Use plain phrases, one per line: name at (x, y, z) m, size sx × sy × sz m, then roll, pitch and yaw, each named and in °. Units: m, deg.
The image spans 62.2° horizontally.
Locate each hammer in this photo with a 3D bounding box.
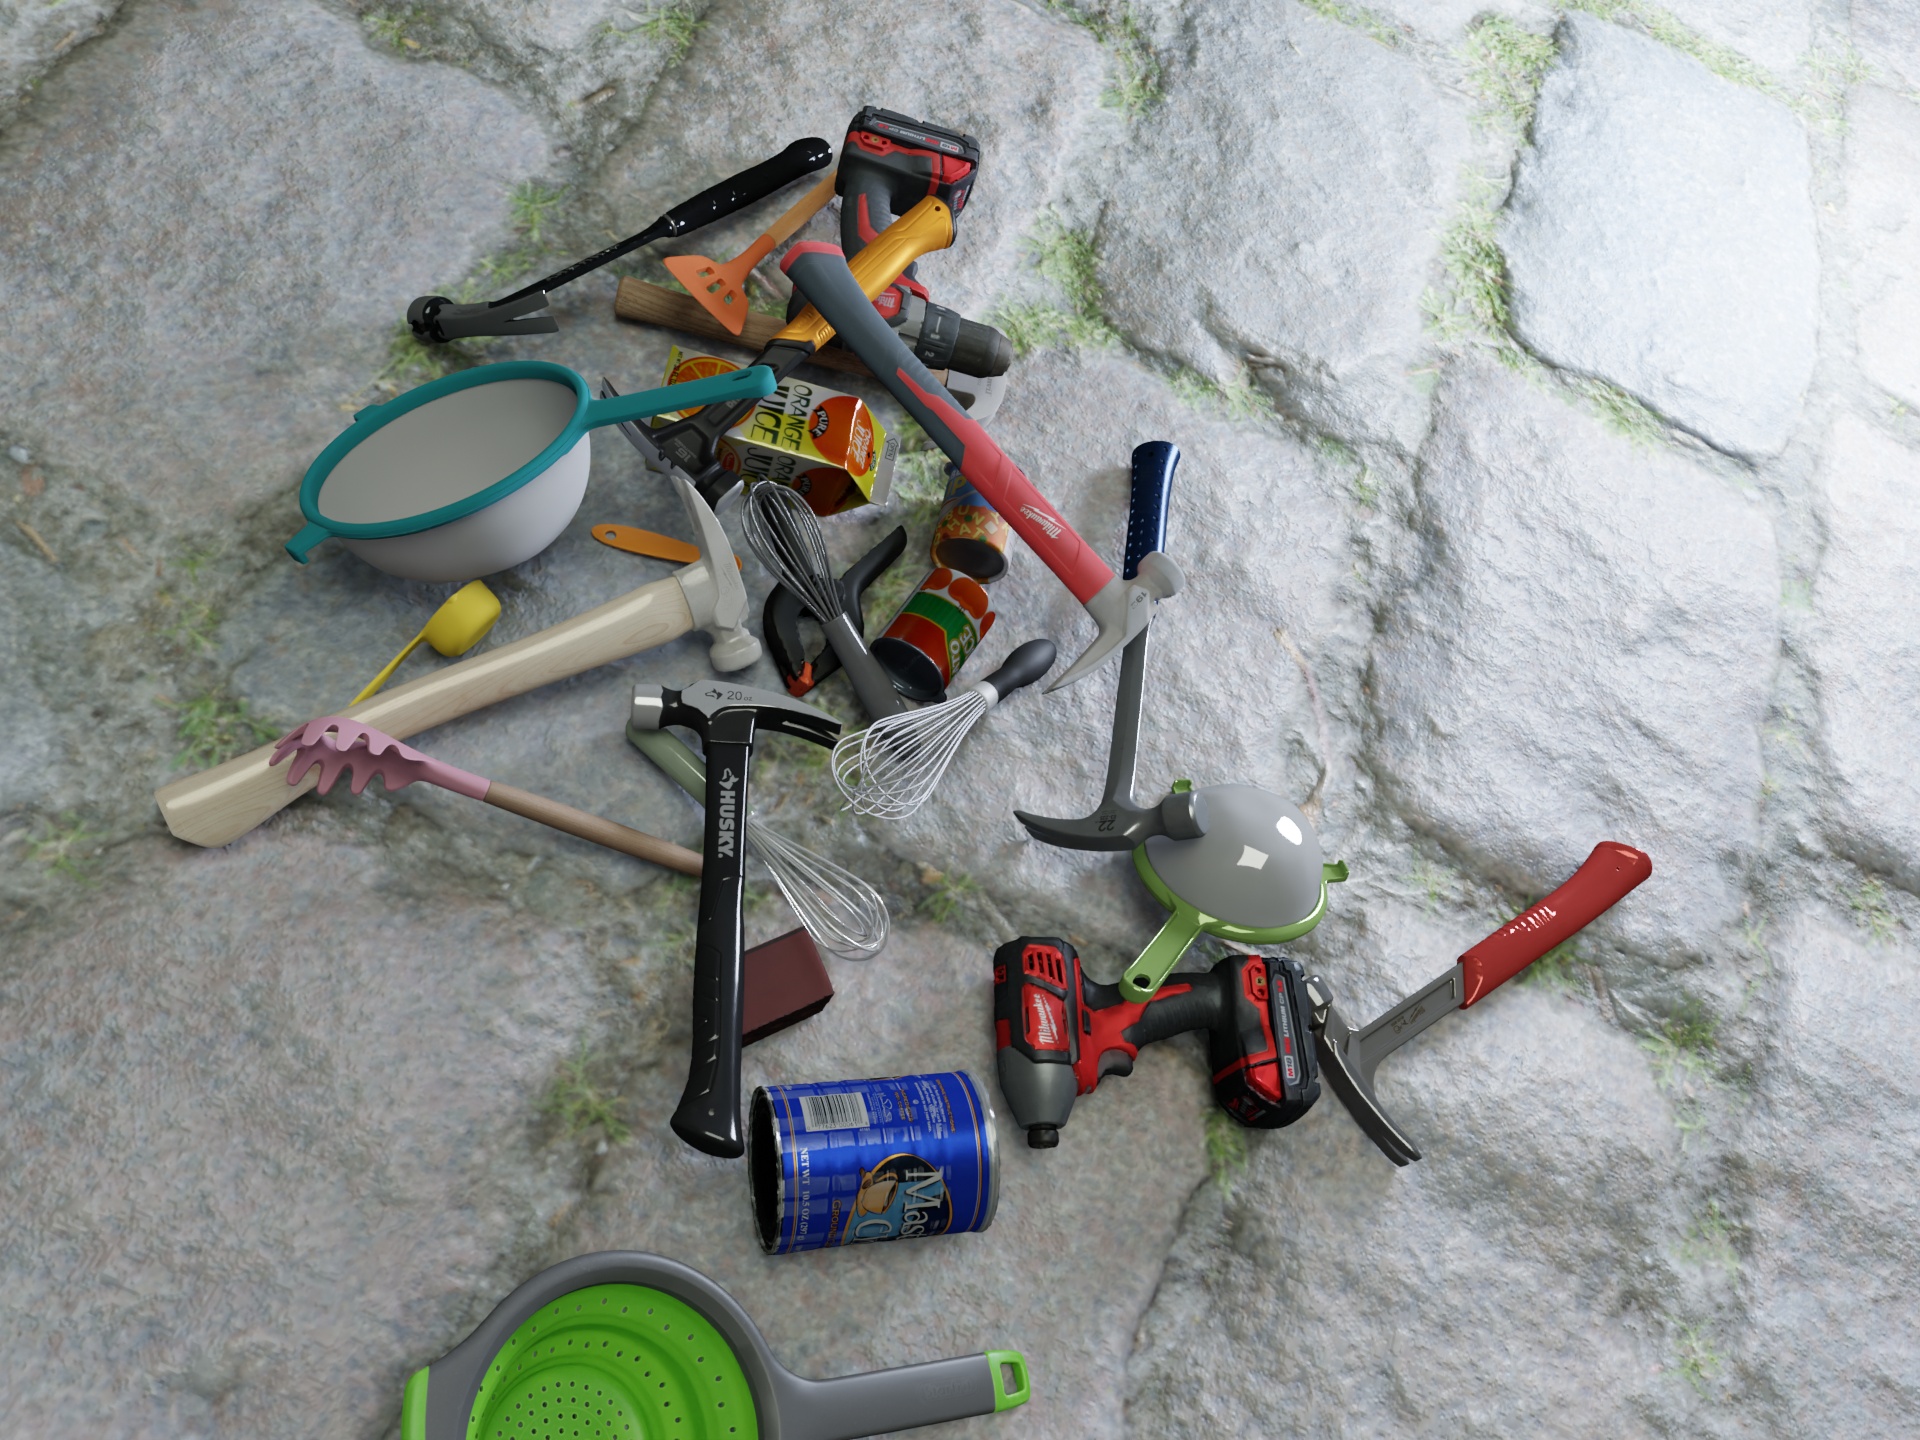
hammer at (-0.249, -0.401, 1.305) m, size 0.149 × 0.036 × 0.409 m, roll 12°, pitch 41°, yaw 40°
hammer at (0.134, -0.070, 1.260) m, size 0.144 × 0.035 × 0.406 m, roll -11°, pitch 48°, yaw 26°
hammer at (-0.151, 0.120, 1.042) m, size 0.146 × 0.035 × 0.335 m, roll 3°, pitch 56°, yaw -10°
hammer at (0.422, 0.196, 1.242) m, size 0.359 × 0.036 × 0.149 m, roll -25°, pitch 74°, yaw -26°
hammer at (-0.337, -0.032, 1.083) m, size 0.410 × 0.038 × 0.146 m, roll -26°, pitch 114°, yaw -23°
hammer at (-0.123, -0.311, 1.332) m, size 0.331 × 0.031 × 0.130 m, roll 12°, pitch 60°, yaw -11°
hammer at (-0.006, -0.199, 1.200) m, size 0.143 × 0.038 × 0.386 m, roll -44°, pitch 94°, yaw -15°
hammer at (-0.122, -0.306, 1.227) m, size 0.127 × 0.034 × 0.337 m, roll 42°, pitch 66°, yaw 0°

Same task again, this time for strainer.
strainer at (0.180, 0.110, 1.129) m, size 0.151 × 0.069 × 0.256 m, roll 29°, pitch 36°, yaw 18°
strainer at (-0.284, -0.173, 1.117) m, size 0.340 × 0.095 × 0.211 m, roll -11°, pitch 40°, yaw 7°

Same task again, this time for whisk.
whisk at (-0.003, -0.005, 1.164) m, size 0.070 × 0.070 × 0.284 m, roll 44°, pitch 40°, yaw 7°
whisk at (-0.145, 0.079, 1.119) m, size 0.246 × 0.059 × 0.058 m, roll 41°, pitch 23°, yaw 10°
whisk at (-0.091, -0.074, 1.172) m, size 0.055 × 0.055 × 0.239 m, roll -36°, pitch 103°, yaw -29°

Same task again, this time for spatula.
spatula at (-0.147, -0.423, 1.353) m, size 0.081 × 0.041 × 0.323 m, roll 44°, pitch 49°, yaw -12°

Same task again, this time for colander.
colander at (-0.138, 0.416, 0.932) m, size 0.396 × 0.094 × 0.205 m, roll 7°, pitch 60°, yaw -35°

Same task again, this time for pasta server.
pasta server at (-0.290, 0.062, 1.055) m, size 0.316 × 0.060 × 0.040 m, roll 22°, pitch 50°, yaw -21°

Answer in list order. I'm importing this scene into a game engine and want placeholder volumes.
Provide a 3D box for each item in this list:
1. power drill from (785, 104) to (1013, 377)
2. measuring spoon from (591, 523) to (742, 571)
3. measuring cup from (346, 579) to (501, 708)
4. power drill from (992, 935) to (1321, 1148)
power drill at (-0.037, -0.393, 1.341) m, size 0.188 × 0.080 × 0.227 m, roll 14°, pitch 63°, yaw -9°
measuring spoon at (-0.225, -0.130, 1.220) m, size 0.117 × 0.011 × 0.021 m, roll 14°, pitch 61°, yaw -7°
measuring cup at (-0.379, -0.034, 1.103) m, size 0.029 × 0.062 × 0.156 m, roll 41°, pitch 70°, yaw -6°
power drill at (0.131, 0.228, 1.112) m, size 0.219 × 0.078 × 0.143 m, roll 5°, pitch 62°, yaw -12°
